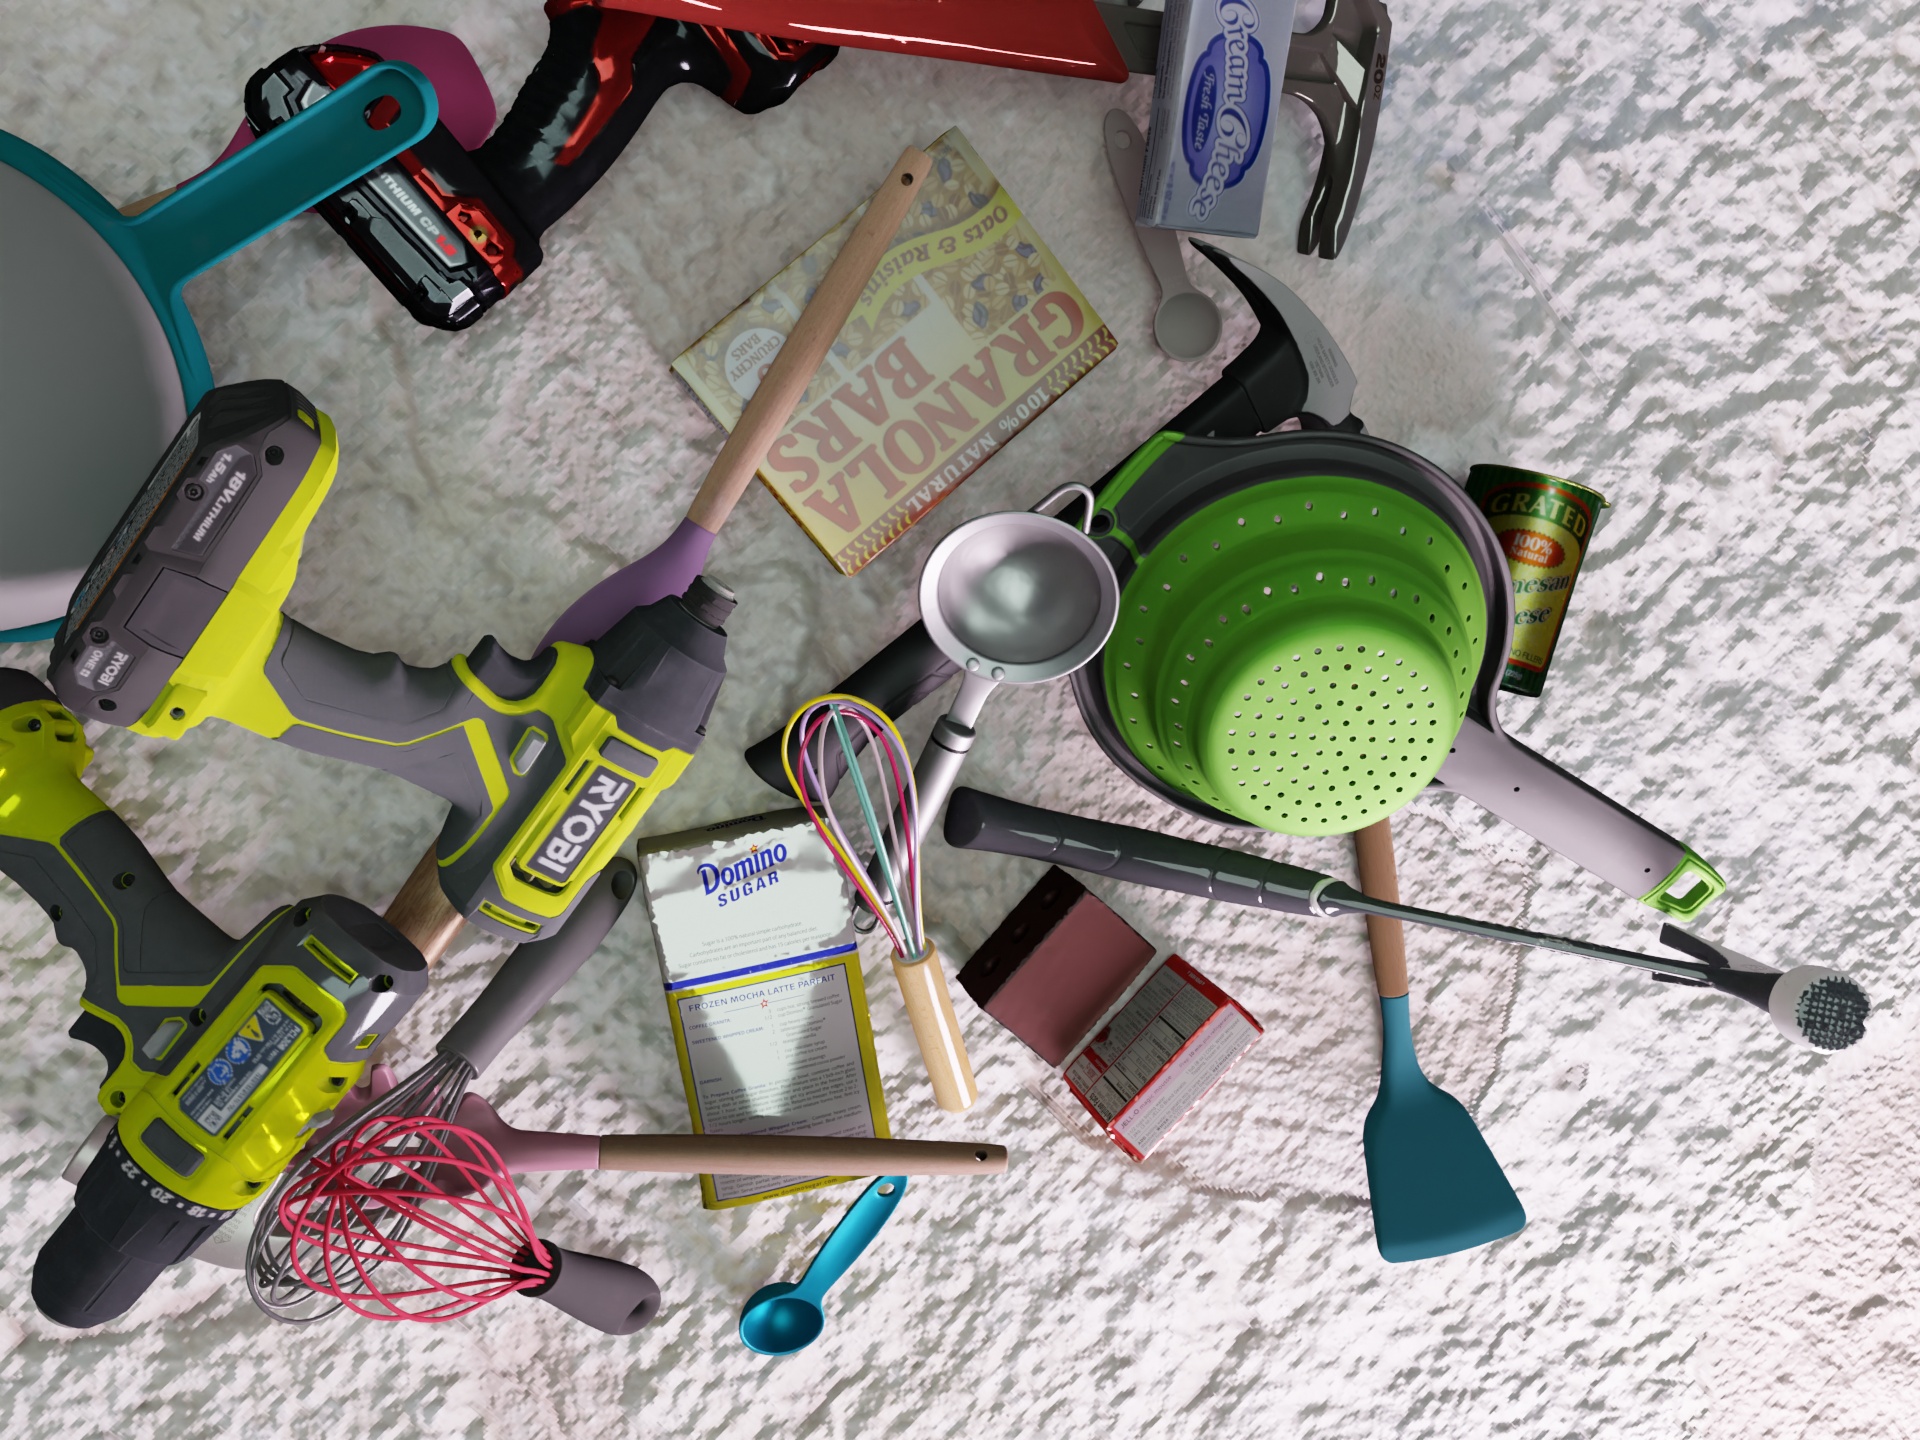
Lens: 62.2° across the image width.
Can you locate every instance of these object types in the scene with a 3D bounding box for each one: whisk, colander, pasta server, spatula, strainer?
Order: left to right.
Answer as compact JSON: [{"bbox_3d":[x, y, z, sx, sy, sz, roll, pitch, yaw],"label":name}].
[{"bbox_3d":[-0.340,-0.140,0.570,0.340,0.095,0.210,-26,112,12],"label":"strainer"},{"bbox_3d":[-0.208,0.144,0.669,0.055,0.055,0.239,47,51,-15],"label":"whisk"},{"bbox_3d":[-0.179,0.218,0.645,0.073,0.295,0.073,-5,62,9],"label":"whisk"},{"bbox_3d":[-0.132,0.190,0.705,0.316,0.040,0.060,4,61,-10],"label":"pasta server"},{"bbox_3d":[-0.101,-0.107,0.686,0.059,0.018,0.316,31,95,-15],"label":"spatula"},{"bbox_3d":[-0.031,0.089,0.729,0.047,0.051,0.244,-26,123,-17],"label":"whisk"},{"bbox_3d":[-0.001,-0.002,0.718,0.087,0.050,0.258,21,116,-9],"label":"strainer"},{"bbox_3d":[0.227,0.119,0.820,0.082,0.044,0.317,-12,99,-7],"label":"spatula"},{"bbox_3d":[0.221,0.020,0.729,0.396,0.095,0.204,29,116,-18],"label":"colander"}]

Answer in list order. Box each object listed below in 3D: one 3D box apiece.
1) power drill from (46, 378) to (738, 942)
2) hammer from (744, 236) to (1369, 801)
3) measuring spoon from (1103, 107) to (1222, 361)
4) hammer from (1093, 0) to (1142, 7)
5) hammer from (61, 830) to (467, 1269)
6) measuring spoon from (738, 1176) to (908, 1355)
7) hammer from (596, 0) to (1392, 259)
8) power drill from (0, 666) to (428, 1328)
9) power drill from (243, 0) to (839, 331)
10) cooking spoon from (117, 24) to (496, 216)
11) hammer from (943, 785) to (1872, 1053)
[{"bbox_3d":[-0.208,-0.026,0.620,0.223,0.080,0.171,32,99,-34],"label":"power drill"},{"bbox_3d":[0.038,-0.079,0.738,0.335,0.035,0.146,-39,129,-1],"label":"hammer"},{"bbox_3d":[0.092,-0.230,0.759,0.034,0.018,0.124,-21,95,-9],"label":"measuring spoon"},{"bbox_3d":[-0.076,-0.431,0.678,0.386,0.038,0.143,22,91,-15],"label":"hammer"},{"bbox_3d":[-0.246,0.101,0.714,0.130,0.031,0.331,36,88,-15],"label":"hammer"},{"bbox_3d":[-0.064,0.256,0.768,0.042,0.021,0.128,28,108,-25],"label":"measuring spoon"},{"bbox_3d":[0.026,-0.285,0.676,0.359,0.037,0.149,-3,112,-23],"label":"hammer"},{"bbox_3d":[-0.355,0.107,0.633,0.228,0.080,0.190,40,87,2],"label":"power drill"},{"bbox_3d":[-0.180,-0.290,0.644,0.227,0.080,0.187,-44,112,-10],"label":"power drill"},{"bbox_3d":[-0.344,-0.203,0.657,0.319,0.017,0.068,-28,109,-9],"label":"cooking spoon"},{"bbox_3d":[0.193,0.086,0.757,0.409,0.149,0.036,12,91,2],"label":"hammer"}]
